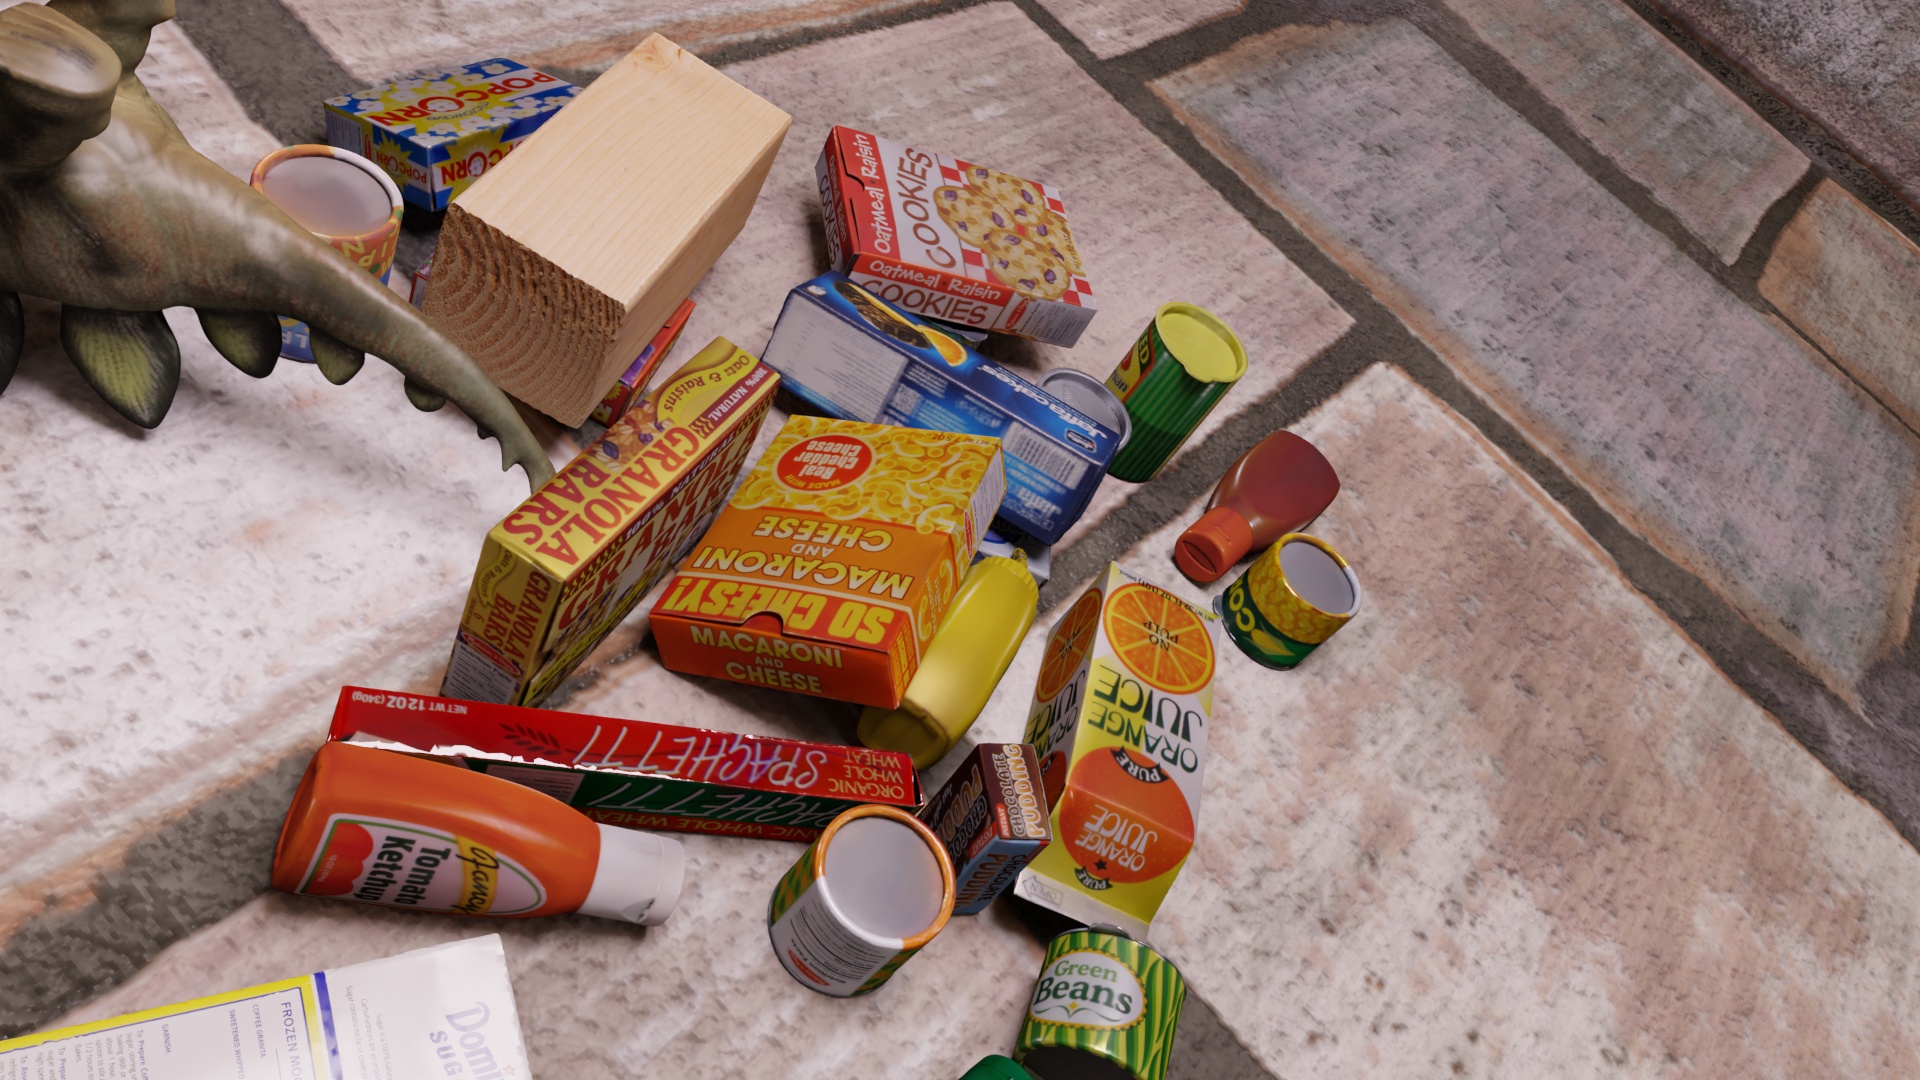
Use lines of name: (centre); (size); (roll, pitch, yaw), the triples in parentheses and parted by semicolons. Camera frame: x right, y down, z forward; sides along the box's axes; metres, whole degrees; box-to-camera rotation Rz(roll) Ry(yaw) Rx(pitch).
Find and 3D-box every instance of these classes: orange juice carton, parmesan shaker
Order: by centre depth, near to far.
orange juice carton: (0.076, 0.110, 0.707); (0.072, 0.072, 0.194); (27, 45, -10)
parmesan shaker: (0.126, -0.091, 0.885); (0.071, 0.102, 0.072); (17, 47, -19)

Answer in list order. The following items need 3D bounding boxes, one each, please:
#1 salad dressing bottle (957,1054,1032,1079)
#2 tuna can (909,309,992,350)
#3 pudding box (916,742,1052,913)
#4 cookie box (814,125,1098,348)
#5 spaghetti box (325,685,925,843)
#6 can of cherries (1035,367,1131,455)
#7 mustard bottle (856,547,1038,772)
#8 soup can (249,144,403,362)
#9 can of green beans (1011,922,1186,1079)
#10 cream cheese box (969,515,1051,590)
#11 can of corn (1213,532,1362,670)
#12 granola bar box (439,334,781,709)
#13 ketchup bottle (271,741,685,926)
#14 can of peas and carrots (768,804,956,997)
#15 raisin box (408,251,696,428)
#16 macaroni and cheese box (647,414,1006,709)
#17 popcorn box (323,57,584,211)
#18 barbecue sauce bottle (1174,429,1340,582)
salad dressing bottle: (-0.026, 0.258, 0.542); (0.148, 0.043, 0.064); (-25, 68, -43)
tuna can: (-0.012, -0.145, 0.895); (0.071, 0.032, 0.071); (17, 47, -19)
pudding box: (0.009, 0.134, 0.639); (0.030, 0.083, 0.050); (6, 52, -24)
cookie box: (-0.004, -0.194, 0.887); (0.168, 0.040, 0.123); (9, 49, -26)
spaghetti box: (-0.139, 0.101, 0.598); (0.250, 0.050, 0.029); (11, 51, -24)
can of cherries: (0.060, -0.063, 0.853); (0.071, 0.058, 0.072); (17, 48, -20)
mustard bottle: (0.005, 0.050, 0.718); (0.049, 0.065, 0.161); (42, 44, -4)
soup can: (-0.310, -0.136, 0.667); (0.071, 0.083, 0.072); (17, 48, -19)
can of green beans: (0.062, 0.216, 0.614); (0.071, 0.071, 0.058); (32, 44, -5)
cream cheese box: (0.003, -0.010, 0.797); (0.104, 0.024, 0.054); (22, 46, -15)
can of corn: (0.202, 0.036, 0.857); (0.071, 0.058, 0.071); (17, 47, -19)
granola bar box: (-0.154, -0.004, 0.624); (0.039, 0.123, 0.166); (36, 44, 1)
ketchup bottle: (-0.184, 0.122, 0.548); (0.149, 0.064, 0.044); (19, 33, -29)
can of peas and carrots: (-0.042, 0.155, 0.607); (0.071, 0.058, 0.071); (17, 47, -20)
raisin box: (-0.218, -0.125, 0.747); (0.123, 0.040, 0.086); (29, 43, -9)
macaroni and cheese box: (-0.061, 0.003, 0.695); (0.124, 0.040, 0.167); (7, 41, 18)
popcorn box: (-0.275, -0.232, 0.782); (0.085, 0.038, 0.127); (27, 40, 22)
barbecue sauce bottle: (0.192, -0.020, 0.909); (0.065, 0.043, 0.149); (46, 45, 10)
